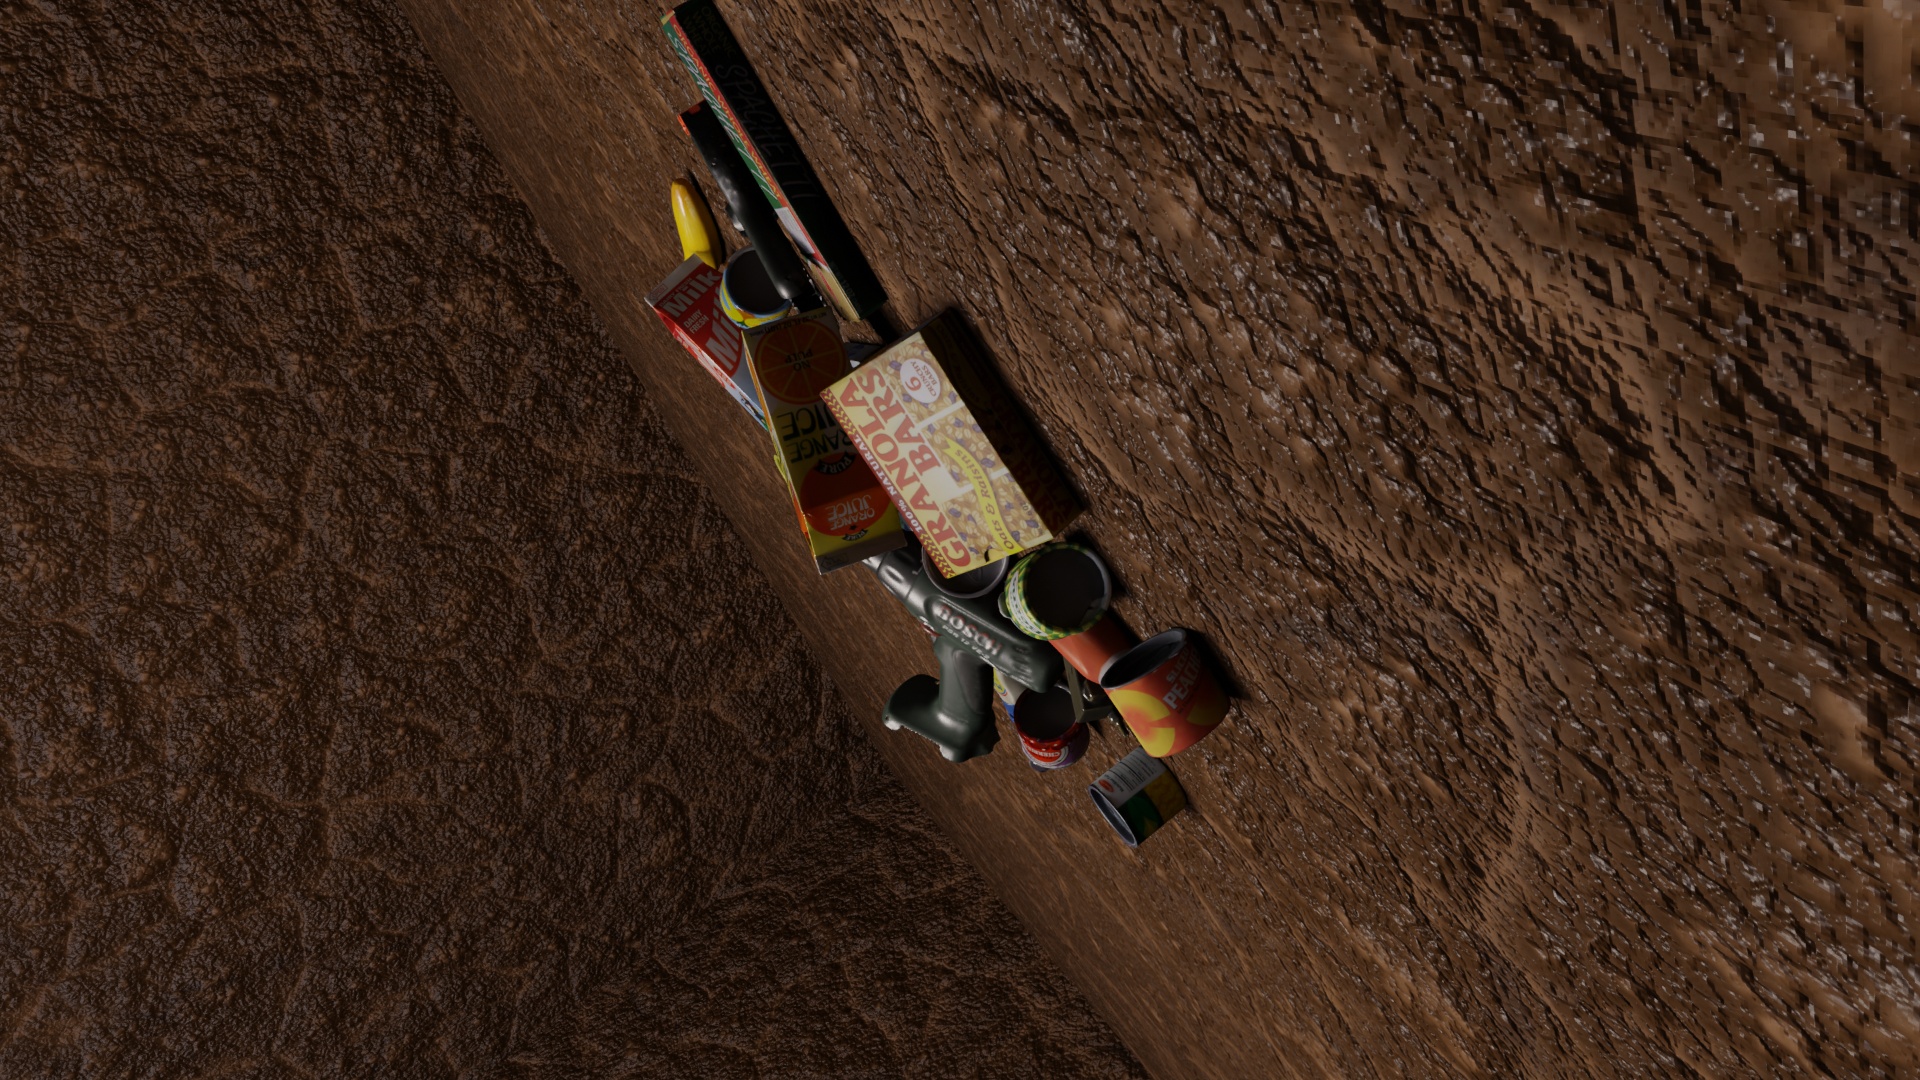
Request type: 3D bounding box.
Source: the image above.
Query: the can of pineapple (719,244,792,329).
[{"bbox_3d":[-0.176,-0.220,1.219,0.071,0.071,0.058,55,168,-4],"label":"can of pineapple"}]

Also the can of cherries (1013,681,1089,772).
[{"bbox_3d":[0.085,0.175,1.305,0.072,0.071,0.058,46,165,33],"label":"can of cherries"}]

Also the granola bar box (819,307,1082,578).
[{"bbox_3d":[-0.009,-0.061,0.959,0.124,0.039,0.165,-23,104,50],"label":"granola bar box"}]

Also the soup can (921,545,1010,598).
[{"bbox_3d":[0.009,0.004,1.088,0.071,0.071,0.084,55,-172,-5],"label":"soup can"}]

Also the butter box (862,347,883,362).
[{"bbox_3d":[-0.056,-0.102,1.103,0.053,0.024,0.103,37,149,14],"label":"butter box"}]

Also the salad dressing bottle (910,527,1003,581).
[{"bbox_3d":[-0.021,-0.009,1.264,0.147,0.044,0.064,54,165,4],"label":"salad dressing bottle"}]

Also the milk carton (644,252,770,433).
[{"bbox_3d":[-0.223,-0.195,1.388,0.190,0.072,0.073,46,169,-8],"label":"milk carton"}]

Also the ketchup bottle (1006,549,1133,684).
[{"bbox_3d":[0.094,0.072,1.044,0.149,0.043,0.064,45,162,36],"label":"ketchup bottle"}]

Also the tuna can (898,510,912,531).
[{"bbox_3d":[-0.058,-0.011,1.339,0.033,0.071,0.071,54,168,-1],"label":"tuna can"}]

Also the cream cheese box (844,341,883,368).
[{"bbox_3d":[-0.076,-0.137,1.167,0.053,0.024,0.104,57,168,-20],"label":"cream cheese box"}]

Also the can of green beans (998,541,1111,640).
[{"bbox_3d":[0.069,0.036,0.987,0.071,0.071,0.057,54,168,1],"label":"can of green beans"}]

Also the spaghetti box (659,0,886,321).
[{"bbox_3d":[-0.133,-0.271,1.001,0.249,0.029,0.050,58,167,-20],"label":"spaghetti box"}]

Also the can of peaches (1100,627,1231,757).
[{"bbox_3d":[0.136,0.099,0.906,0.058,0.071,0.071,56,168,-8],"label":"can of peaches"}]

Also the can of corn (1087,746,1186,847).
[{"bbox_3d":[0.154,0.222,1.198,0.071,0.058,0.071,51,167,16],"label":"can of corn"}]

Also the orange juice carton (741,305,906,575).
[{"bbox_3d":[-0.104,-0.074,1.064,0.073,0.072,0.193,114,138,-76],"label":"orange juice carton"}]

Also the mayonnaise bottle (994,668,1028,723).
[{"bbox_3d":[0.046,0.129,1.397,0.065,0.041,0.147,39,161,45],"label":"mayonnaise bottle"}]

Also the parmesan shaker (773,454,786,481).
[{"bbox_3d":[-0.109,-0.077,1.270,0.071,0.103,0.071,51,167,17],"label":"parmesan shaker"}]
